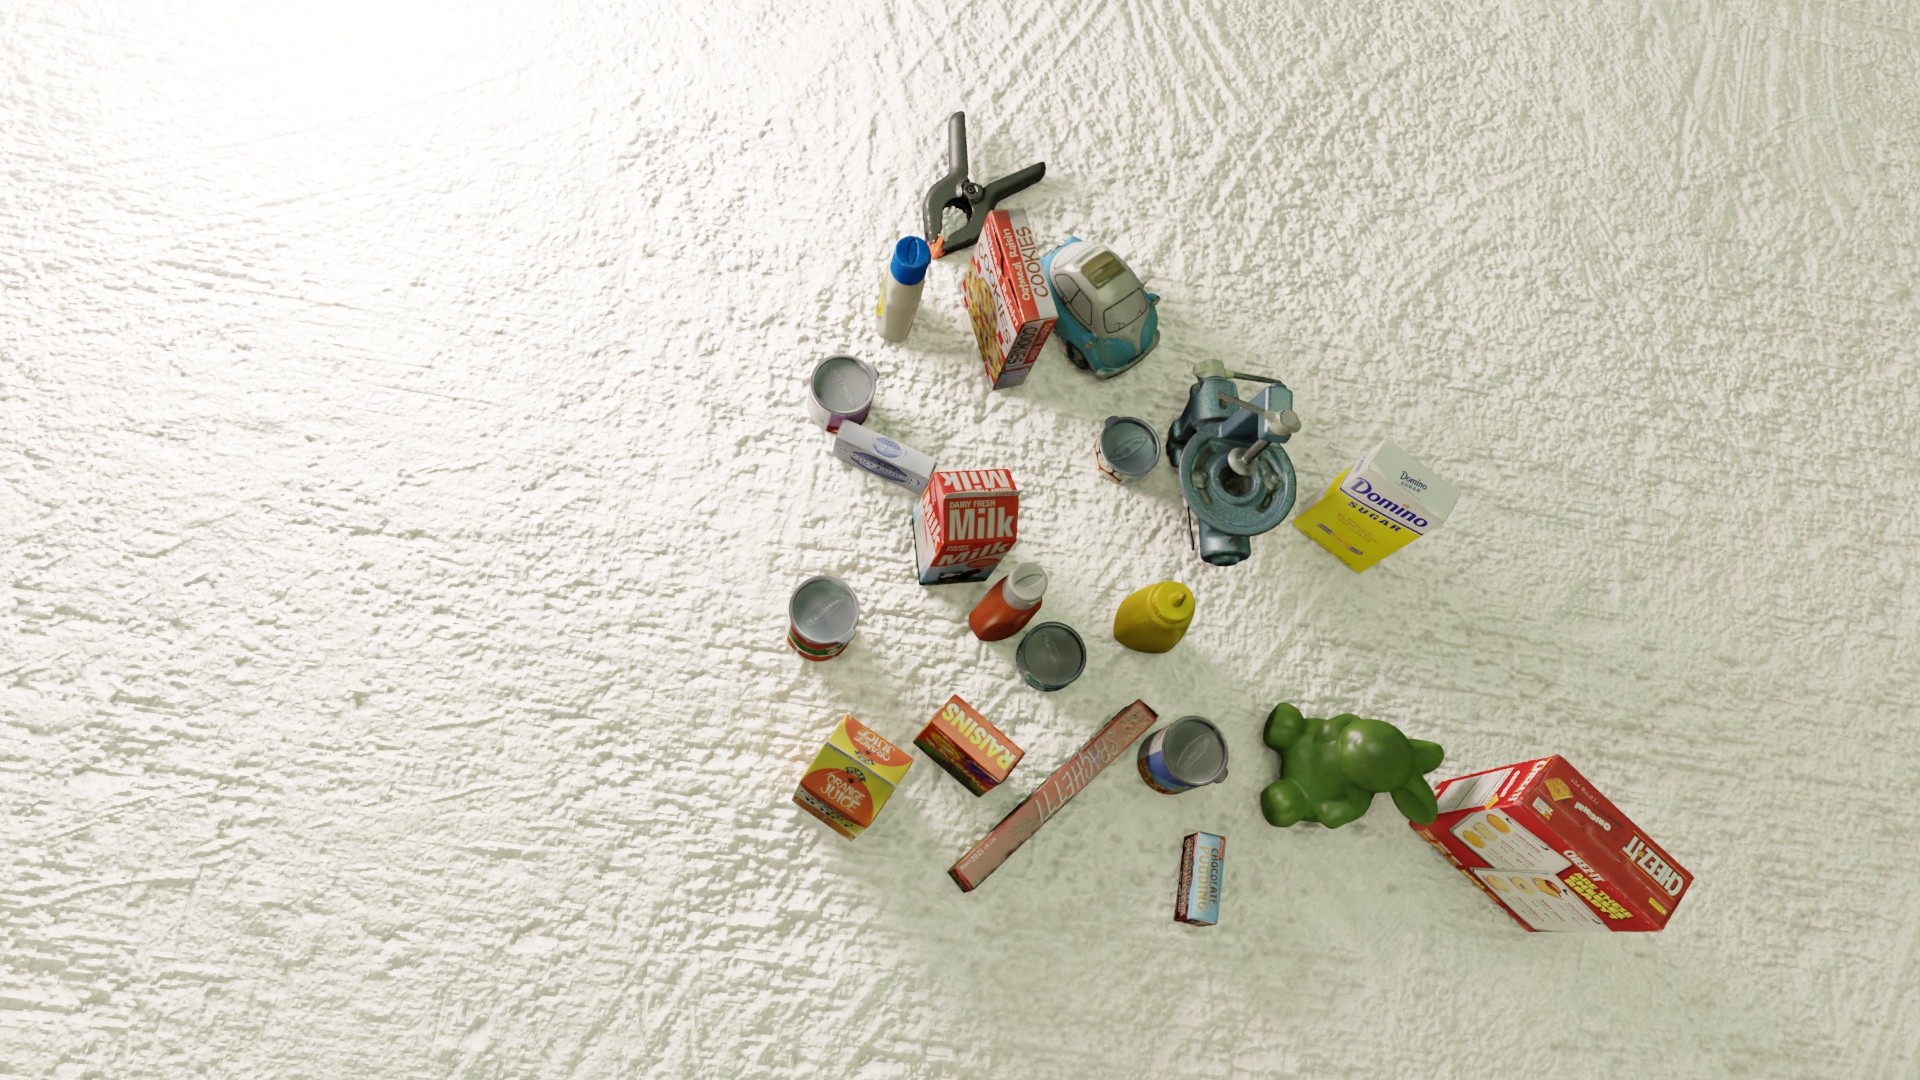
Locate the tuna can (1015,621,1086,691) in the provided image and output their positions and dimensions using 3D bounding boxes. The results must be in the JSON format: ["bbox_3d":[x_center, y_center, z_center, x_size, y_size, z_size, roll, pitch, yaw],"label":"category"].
[{"bbox_3d":[0.087,0.116,1.377,0.071,0.032,0.071,3,72,-9],"label":"tuna can"}]

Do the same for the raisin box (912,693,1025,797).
[{"bbox_3d":[0.005,0.192,1.290,0.086,0.123,0.040,41,71,4],"label":"raisin box"}]

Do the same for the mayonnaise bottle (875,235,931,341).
[{"bbox_3d":[-0.058,-0.258,1.407,0.041,0.147,0.065,7,72,-8],"label":"mayonnaise bottle"}]

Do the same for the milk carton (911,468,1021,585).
[{"bbox_3d":[0.005,-0.017,1.320,0.072,0.190,0.073,-4,74,-11],"label":"milk carton"}]

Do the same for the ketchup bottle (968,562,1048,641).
[{"bbox_3d":[0.051,0.058,1.327,0.065,0.148,0.043,-21,78,-15],"label":"ketchup bottle"}]

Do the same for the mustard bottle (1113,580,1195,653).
[{"bbox_3d":[0.194,0.070,1.343,0.065,0.159,0.049,18,71,-4],"label":"mustard bottle"}]

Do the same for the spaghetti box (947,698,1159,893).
[{"bbox_3d":[0.090,0.242,1.329,0.251,0.050,0.029,-39,83,-19],"label":"spaghetti box"}]

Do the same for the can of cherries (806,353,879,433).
[{"bbox_3d":[-0.119,-0.149,1.409,0.071,0.058,0.071,3,73,-9],"label":"can of cherries"}]

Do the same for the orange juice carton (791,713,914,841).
[{"bbox_3d":[-0.096,0.210,1.230,0.072,0.192,0.073,34,71,1],"label":"orange juice carton"}]

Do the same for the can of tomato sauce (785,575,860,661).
[{"bbox_3d":[-0.131,0.077,1.323,0.071,0.083,0.071,3,73,-9],"label":"can of tomato sauce"}]

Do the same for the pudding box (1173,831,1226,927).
[{"bbox_3d":[0.230,0.324,1.328,0.030,0.049,0.084,13,71,-6],"label":"pudding box"}]

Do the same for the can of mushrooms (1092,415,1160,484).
[{"bbox_3d":[0.173,-0.096,1.458,0.071,0.033,0.071,3,72,-9],"label":"can of mushrooms"}]

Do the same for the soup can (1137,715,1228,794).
[{"bbox_3d":[0.215,0.211,1.343,0.071,0.083,0.071,3,73,-9],"label":"soup can"}]

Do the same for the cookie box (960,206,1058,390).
[{"bbox_3d":[0.046,-0.242,1.410,0.040,0.167,0.123,-13,76,-13],"label":"cookie box"}]

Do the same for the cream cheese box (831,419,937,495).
[{"bbox_3d":[-0.077,-0.083,1.399,0.104,0.053,0.024,24,71,-2],"label":"cream cheese box"}]
